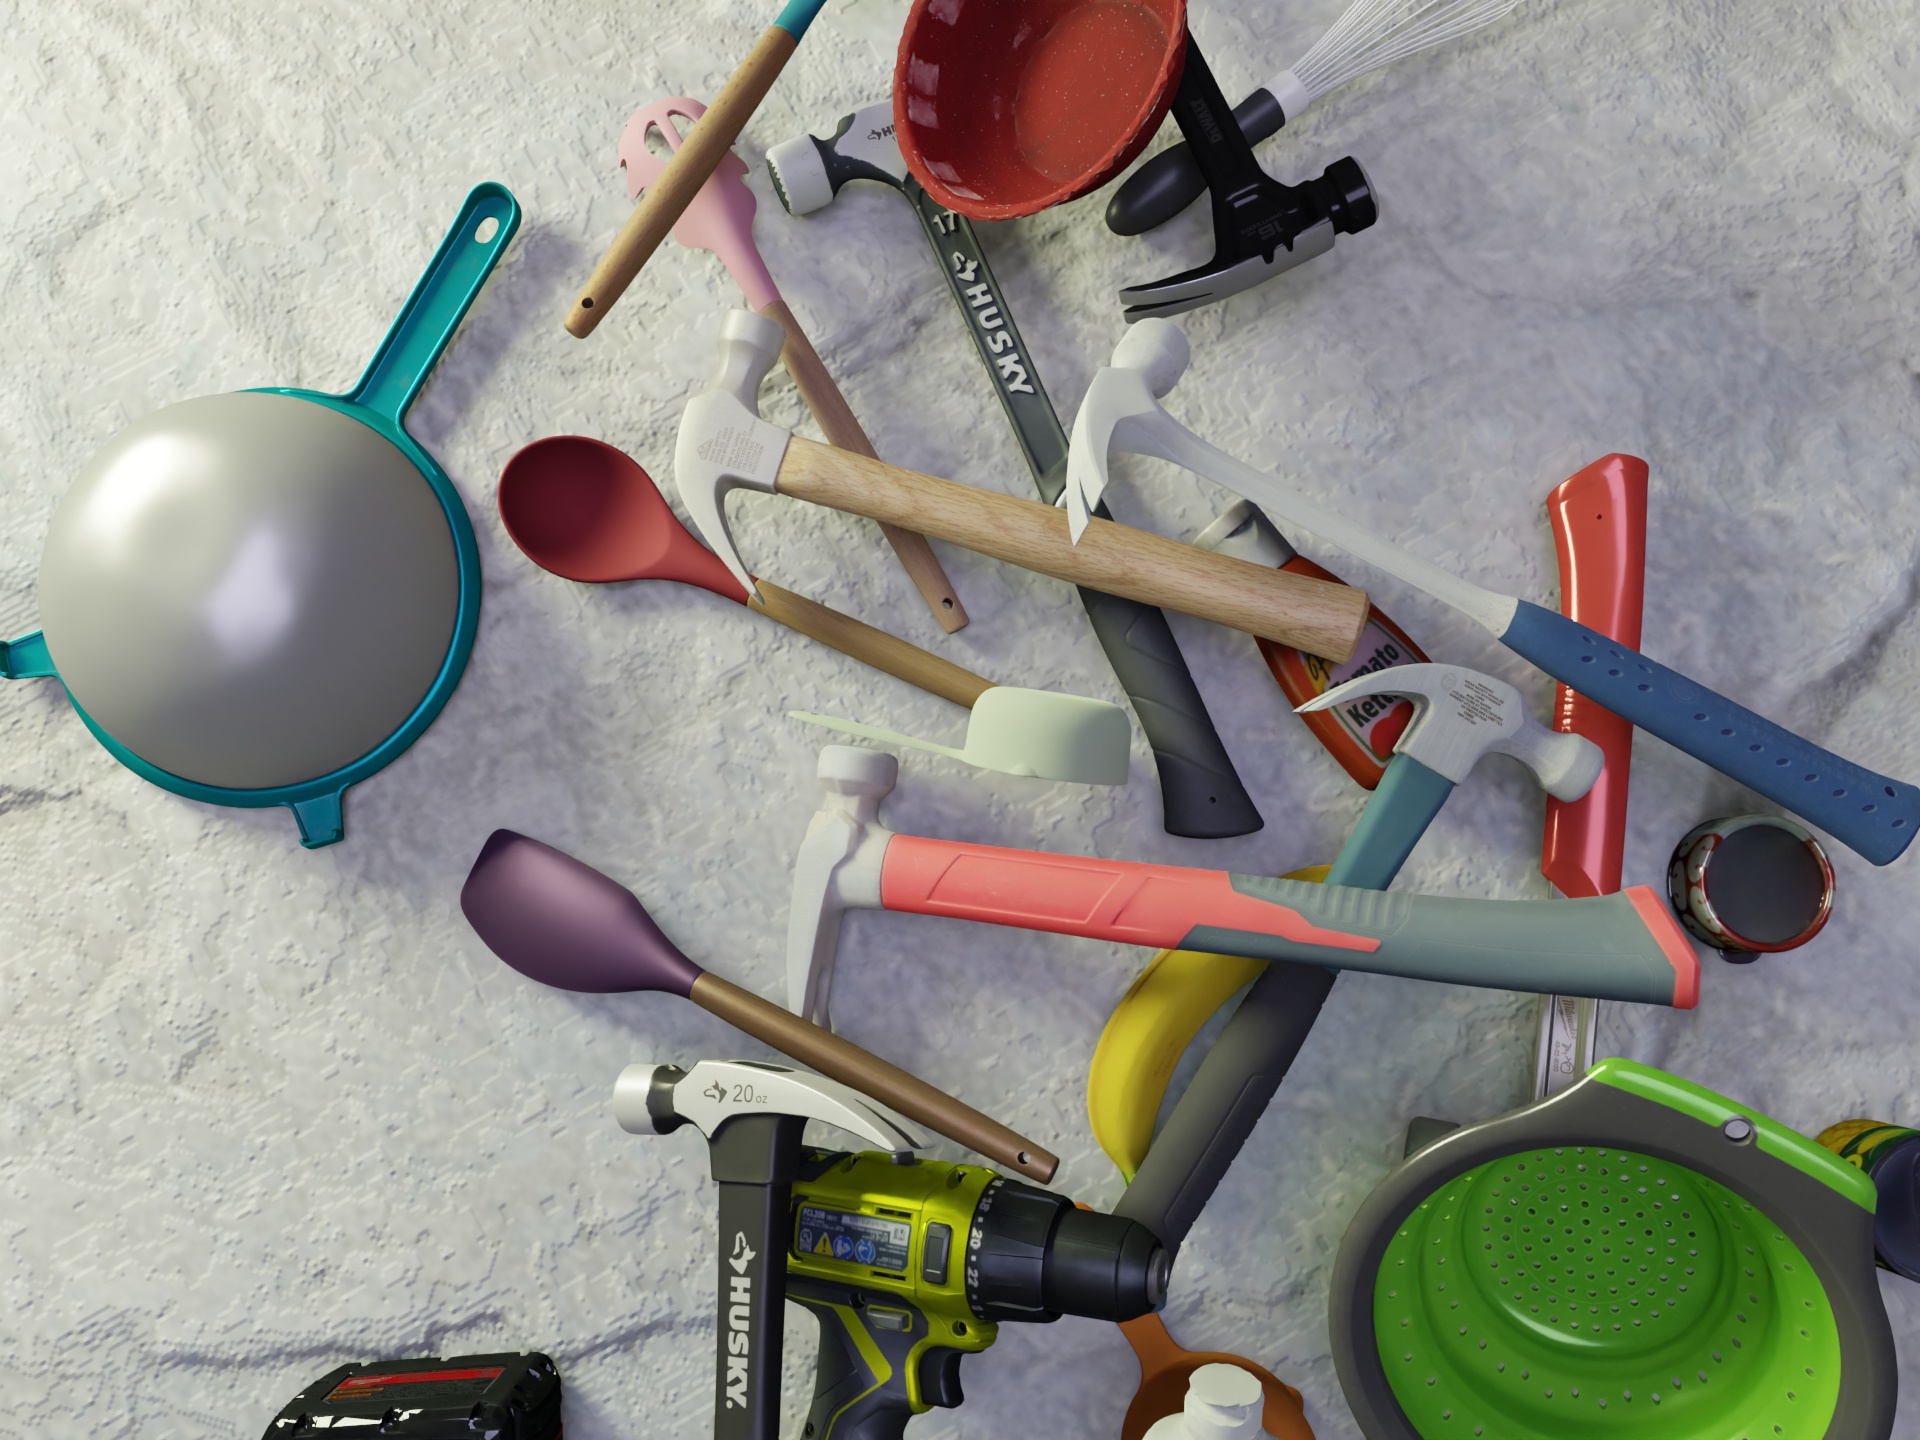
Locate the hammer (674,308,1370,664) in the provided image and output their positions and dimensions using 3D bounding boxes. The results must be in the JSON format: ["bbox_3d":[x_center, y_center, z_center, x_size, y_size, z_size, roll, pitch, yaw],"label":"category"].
[{"bbox_3d":[0.025,-0.086,0.742,0.331,0.031,0.130,17,85,5],"label":"hammer"}]

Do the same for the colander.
[{"bbox_3d":[0.232,0.308,0.679,0.204,0.094,0.397,25,109,12],"label":"colander"}]

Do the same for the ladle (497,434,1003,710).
[{"bbox_3d":[-0.077,-0.053,0.776,0.315,0.031,0.069,25,88,1],"label":"ladle"}]

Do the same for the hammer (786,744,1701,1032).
[{"bbox_3d":[0.103,0.097,0.680,0.386,0.038,0.143,5,83,23],"label":"hammer"}]

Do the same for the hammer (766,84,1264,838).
[{"bbox_3d":[0.050,-0.129,0.783,0.149,0.036,0.409,-24,84,-4],"label":"hammer"}]

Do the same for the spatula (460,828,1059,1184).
[{"bbox_3d":[-0.099,0.134,0.724,0.316,0.018,0.060,23,85,17],"label":"spatula"}]

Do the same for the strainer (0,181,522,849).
[{"bbox_3d":[-0.311,-0.123,0.749,0.211,0.095,0.340,29,84,4],"label":"strainer"}]

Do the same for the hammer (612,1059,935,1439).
[{"bbox_3d":[-0.083,0.310,0.649,0.146,0.035,0.335,-5,77,27],"label":"hammer"}]

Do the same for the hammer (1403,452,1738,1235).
[{"bbox_3d":[0.302,0.050,0.744,0.149,0.036,0.359,5,79,21],"label":"hammer"}]

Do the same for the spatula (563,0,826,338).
[{"bbox_3d":[-0.100,-0.310,0.783,0.082,0.044,0.317,32,77,-1],"label":"spatula"}]

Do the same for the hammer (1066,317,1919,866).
[{"bbox_3d":[0.231,-0.046,0.704,0.405,0.035,0.144,29,46,3],"label":"hammer"}]

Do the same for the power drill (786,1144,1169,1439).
[{"bbox_3d":[-0.012,0.304,0.680,0.190,0.080,0.228,2,83,23],"label":"power drill"}]

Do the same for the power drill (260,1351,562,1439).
[{"bbox_3d":[-0.255,0.405,0.690,0.188,0.080,0.227,-4,85,0],"label":"power drill"}]

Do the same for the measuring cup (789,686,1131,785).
[{"bbox_3d":[-0.001,-0.002,0.740,0.167,0.083,0.038,11,94,17],"label":"measuring cup"}]

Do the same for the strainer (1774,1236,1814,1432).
[{"bbox_3d":[0.349,0.350,0.708,0.151,0.069,0.256,16,74,4],"label":"strainer"}]

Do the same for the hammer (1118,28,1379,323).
[{"bbox_3d":[0.081,-0.360,0.792,0.127,0.034,0.337,-24,74,8],"label":"hammer"}]

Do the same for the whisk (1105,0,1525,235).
[{"bbox_3d":[0.189,-0.333,0.802,0.284,0.070,0.070,-37,84,0],"label":"whisk"}]

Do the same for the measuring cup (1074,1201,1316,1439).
[{"bbox_3d":[0.096,0.298,0.715,0.095,0.052,0.173,-30,86,-4],"label":"measuring cup"}]

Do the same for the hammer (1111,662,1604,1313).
[{"bbox_3d":[0.151,0.120,0.712,0.128,0.033,0.331,32,87,-2],"label":"hammer"}]

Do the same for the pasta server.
[{"bbox_3d":[-0.080,-0.180,0.795,0.060,0.040,0.316,-30,87,-4],"label":"pasta server"}]
